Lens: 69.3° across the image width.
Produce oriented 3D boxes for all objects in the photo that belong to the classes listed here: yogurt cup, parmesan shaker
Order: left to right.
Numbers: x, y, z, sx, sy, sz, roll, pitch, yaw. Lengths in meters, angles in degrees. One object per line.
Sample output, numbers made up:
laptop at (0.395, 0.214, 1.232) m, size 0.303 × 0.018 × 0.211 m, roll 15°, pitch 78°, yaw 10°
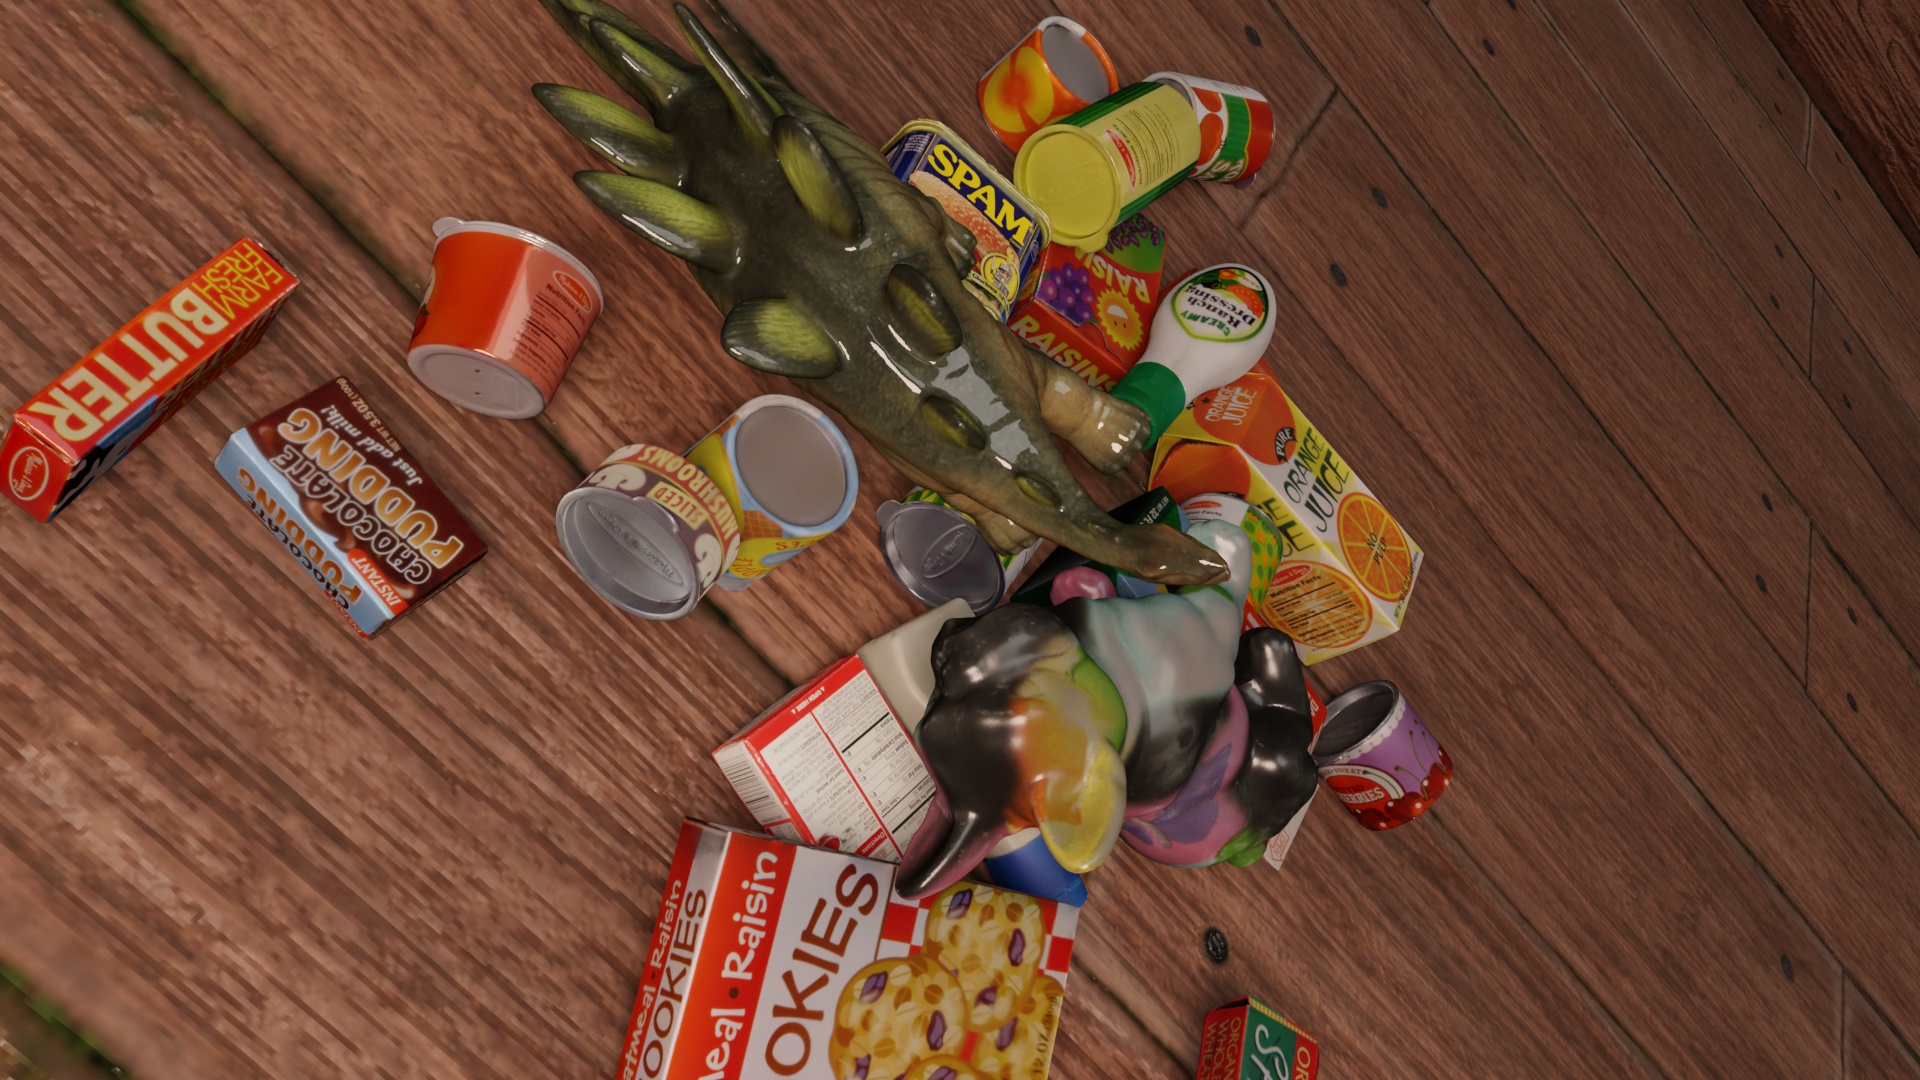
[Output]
yogurt cup at (-0.181, -0.084, 0.546) m, size 0.072 × 0.072 × 0.054 m, roll 27°, pitch 62°, yaw -29°
parmesan shaker at (0.085, -0.210, 0.780) m, size 0.071 × 0.071 × 0.103 m, roll 55°, pitch 45°, yaw -5°

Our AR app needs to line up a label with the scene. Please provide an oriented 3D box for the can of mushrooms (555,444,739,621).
can of mushrooms at (-0.122, -0.004, 0.550) m, size 0.071 × 0.070 × 0.034 m, roll 48°, pitch 45°, yaw -12°

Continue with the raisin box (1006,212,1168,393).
raisin box at (0.073, -0.152, 0.814) m, size 0.086 × 0.040 × 0.124 m, roll 33°, pitch 52°, yaw -25°

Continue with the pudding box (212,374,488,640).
pudding box at (-0.219, -0.012, 0.500) m, size 0.083 × 0.030 × 0.050 m, roll 52°, pitch 47°, yaw -7°

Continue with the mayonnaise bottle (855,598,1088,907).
mayonnaise bottle at (0.009, 0.103, 0.631) m, size 0.065 × 0.041 × 0.148 m, roll -24°, pitch 87°, yaw -51°

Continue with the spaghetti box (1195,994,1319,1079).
spaghetti box at (0.108, 0.314, 0.561) m, size 0.050 × 0.028 × 0.251 m, roll 35°, pitch 50°, yaw -21°

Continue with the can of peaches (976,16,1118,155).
can of peaches at (0.055, -0.272, 0.844) m, size 0.071 × 0.058 × 0.071 m, roll 19°, pitch 57°, yaw -33°

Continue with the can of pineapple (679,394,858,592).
can of pineapple at (-0.085, -0.021, 0.599) m, size 0.071 × 0.057 × 0.071 m, roll 19°, pitch 58°, yaw -33°

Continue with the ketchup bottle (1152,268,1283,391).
ketchup bottle at (0.170, -0.095, 0.864) m, size 0.148 × 0.043 × 0.065 m, roll 51°, pitch 47°, yaw -9°

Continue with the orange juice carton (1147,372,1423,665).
orange juice carton at (0.180, -0.024, 0.817) m, size 0.192 × 0.072 × 0.072 m, roll 46°, pitch 47°, yaw -13°

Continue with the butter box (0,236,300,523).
butter box at (-0.270, -0.055, 0.462) m, size 0.024 × 0.053 × 0.104 m, roll 44°, pitch 47°, yaw -18°

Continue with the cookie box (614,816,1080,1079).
cookie box at (-0.040, 0.184, 0.527) m, size 0.167 × 0.040 × 0.123 m, roll 21°, pitch 74°, yaw -32°

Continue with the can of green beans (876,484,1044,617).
can of green beans at (0.004, -0.007, 0.663) m, size 0.071 × 0.071 × 0.058 m, roll 49°, pitch 46°, yaw -11°

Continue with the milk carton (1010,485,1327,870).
milk carton at (0.120, 0.075, 0.716) m, size 0.190 × 0.073 × 0.073 m, roll 53°, pitch 45°, yaw -8°

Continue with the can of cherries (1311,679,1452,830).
can of cherries at (0.237, 0.125, 0.798) m, size 0.058 × 0.071 × 0.072 m, roll 51°, pitch 46°, yaw -11°

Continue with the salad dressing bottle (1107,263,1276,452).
salad dressing bottle at (0.126, -0.102, 0.773) m, size 0.064 × 0.043 × 0.148 m, roll 31°, pitch 50°, yaw 15°

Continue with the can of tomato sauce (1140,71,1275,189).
can of tomato sauce at (0.159, -0.273, 0.929) m, size 0.083 × 0.071 × 0.071 m, roll -7°, pitch 74°, yaw -42°

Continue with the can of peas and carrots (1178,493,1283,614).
can of peas and carrots at (0.139, 0.019, 0.766) m, size 0.071 × 0.070 × 0.059 m, roll 46°, pitch 48°, yaw -14°
